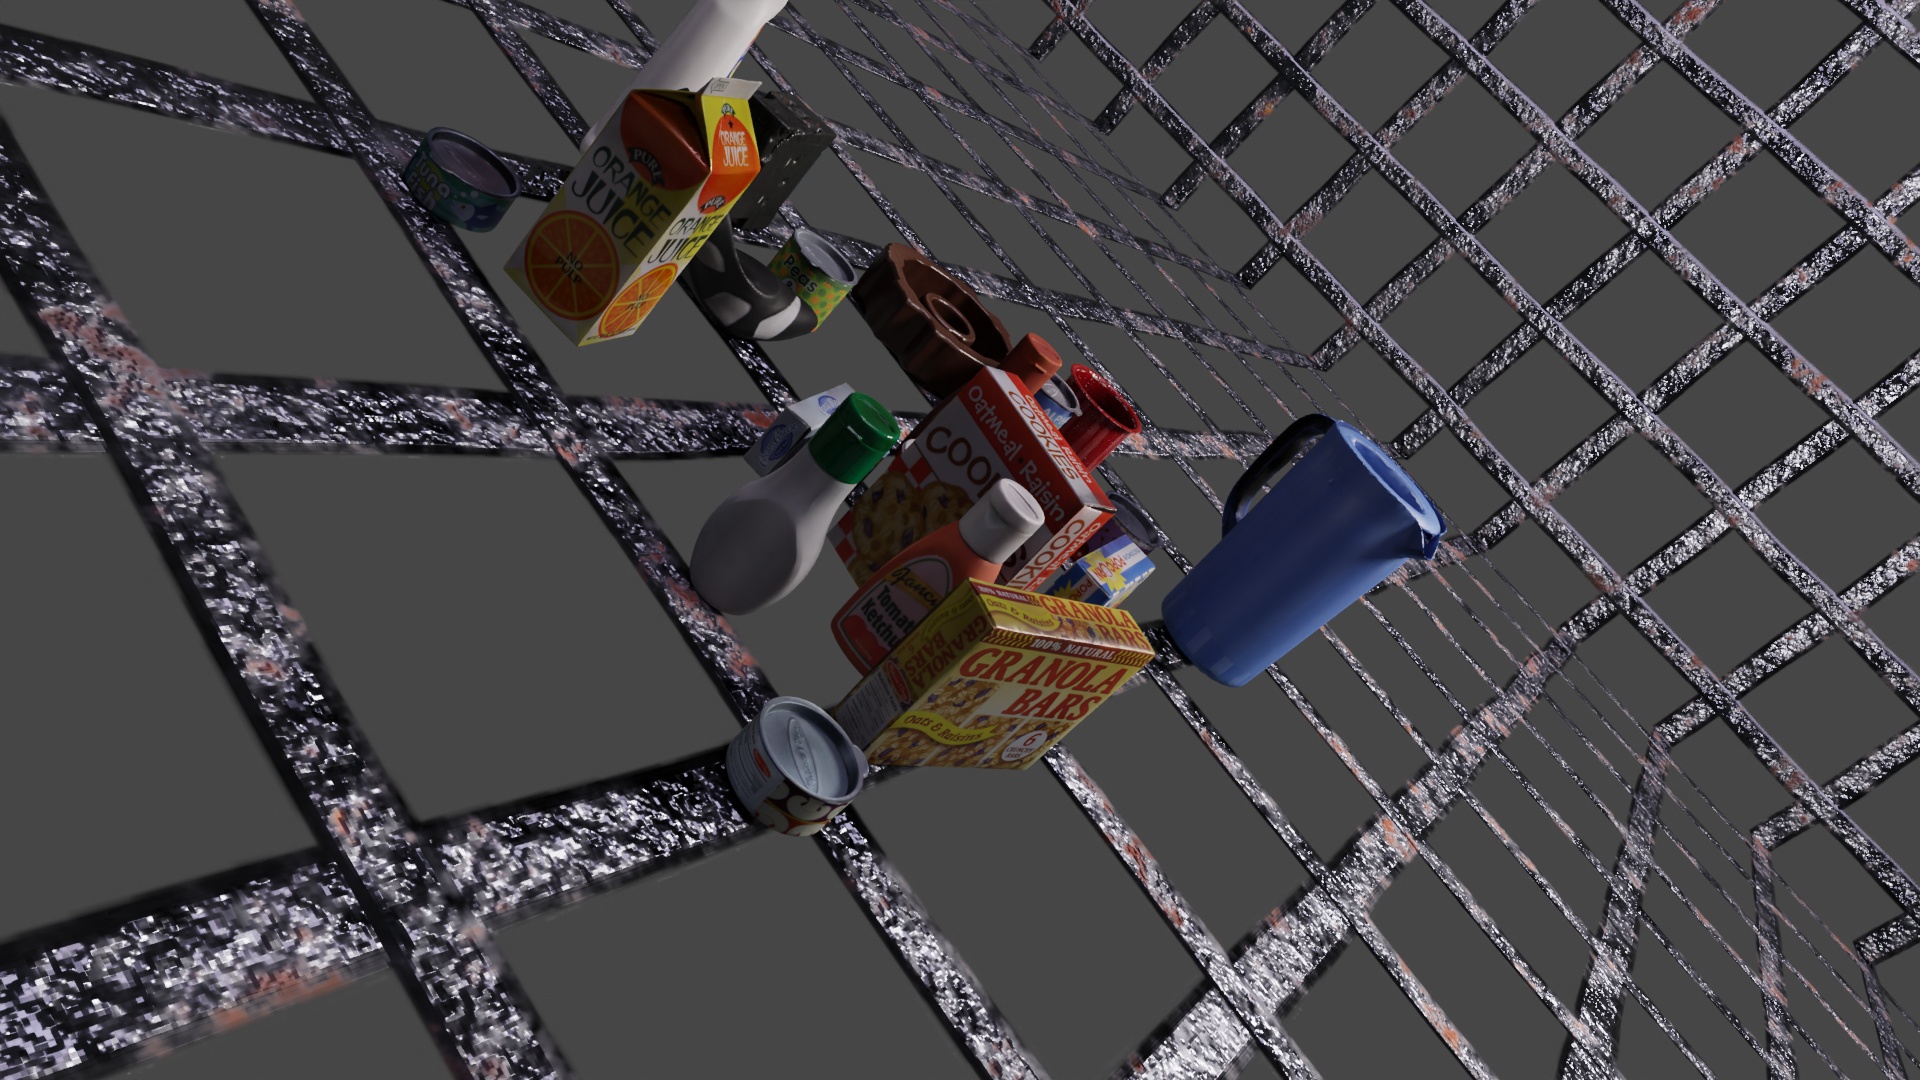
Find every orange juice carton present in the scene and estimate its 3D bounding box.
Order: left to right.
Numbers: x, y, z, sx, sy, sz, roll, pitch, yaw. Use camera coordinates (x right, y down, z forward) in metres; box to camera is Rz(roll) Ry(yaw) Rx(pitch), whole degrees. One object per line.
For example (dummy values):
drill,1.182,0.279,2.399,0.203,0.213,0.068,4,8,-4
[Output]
orange juice carton,-0.197,-0.219,0.883,0.073,0.192,0.072,46,23,2

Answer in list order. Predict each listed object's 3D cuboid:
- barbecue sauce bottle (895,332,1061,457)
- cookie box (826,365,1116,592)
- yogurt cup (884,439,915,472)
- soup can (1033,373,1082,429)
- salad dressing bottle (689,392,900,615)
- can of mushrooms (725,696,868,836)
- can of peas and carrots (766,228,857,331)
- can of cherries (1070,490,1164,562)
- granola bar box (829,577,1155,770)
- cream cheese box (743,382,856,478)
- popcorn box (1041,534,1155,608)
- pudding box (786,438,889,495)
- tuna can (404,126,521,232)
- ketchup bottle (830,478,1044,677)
barbecue sauce bottle,0.017,-0.098,1.089,0.065,0.148,0.044,34,25,-24
cookie box,0.003,-0.011,0.898,0.040,0.167,0.123,10,41,-54
yogurt cup,-0.031,-0.033,1.021,0.072,0.053,0.073,36,24,-19
soup can,0.058,-0.112,1.260,0.071,0.083,0.072,36,24,-19
salad dressing bottle,-0.093,-0.020,0.780,0.064,0.147,0.044,45,23,0
can of mushrooms,-0.083,0.117,0.713,0.071,0.033,0.071,36,25,-19
can of peas and carrots,-0.130,-0.216,1.157,0.071,0.058,0.071,36,24,-19
can of cherries,0.136,0.001,1.233,0.071,0.058,0.072,36,24,-19
granola bar box,0.022,0.084,0.826,0.165,0.123,0.039,14,38,-50
cream cheese box,-0.108,-0.077,0.971,0.024,0.053,0.104,45,23,1
popcorn box,0.092,0.045,1.054,0.038,0.085,0.127,49,23,9
pudding box,-0.089,-0.051,0.961,0.030,0.049,0.084,48,23,7
tuna can,-0.324,-0.233,0.900,0.071,0.032,0.071,36,25,-19
ketchup bottle,-0.011,0.024,0.838,0.065,0.148,0.043,50,23,13
